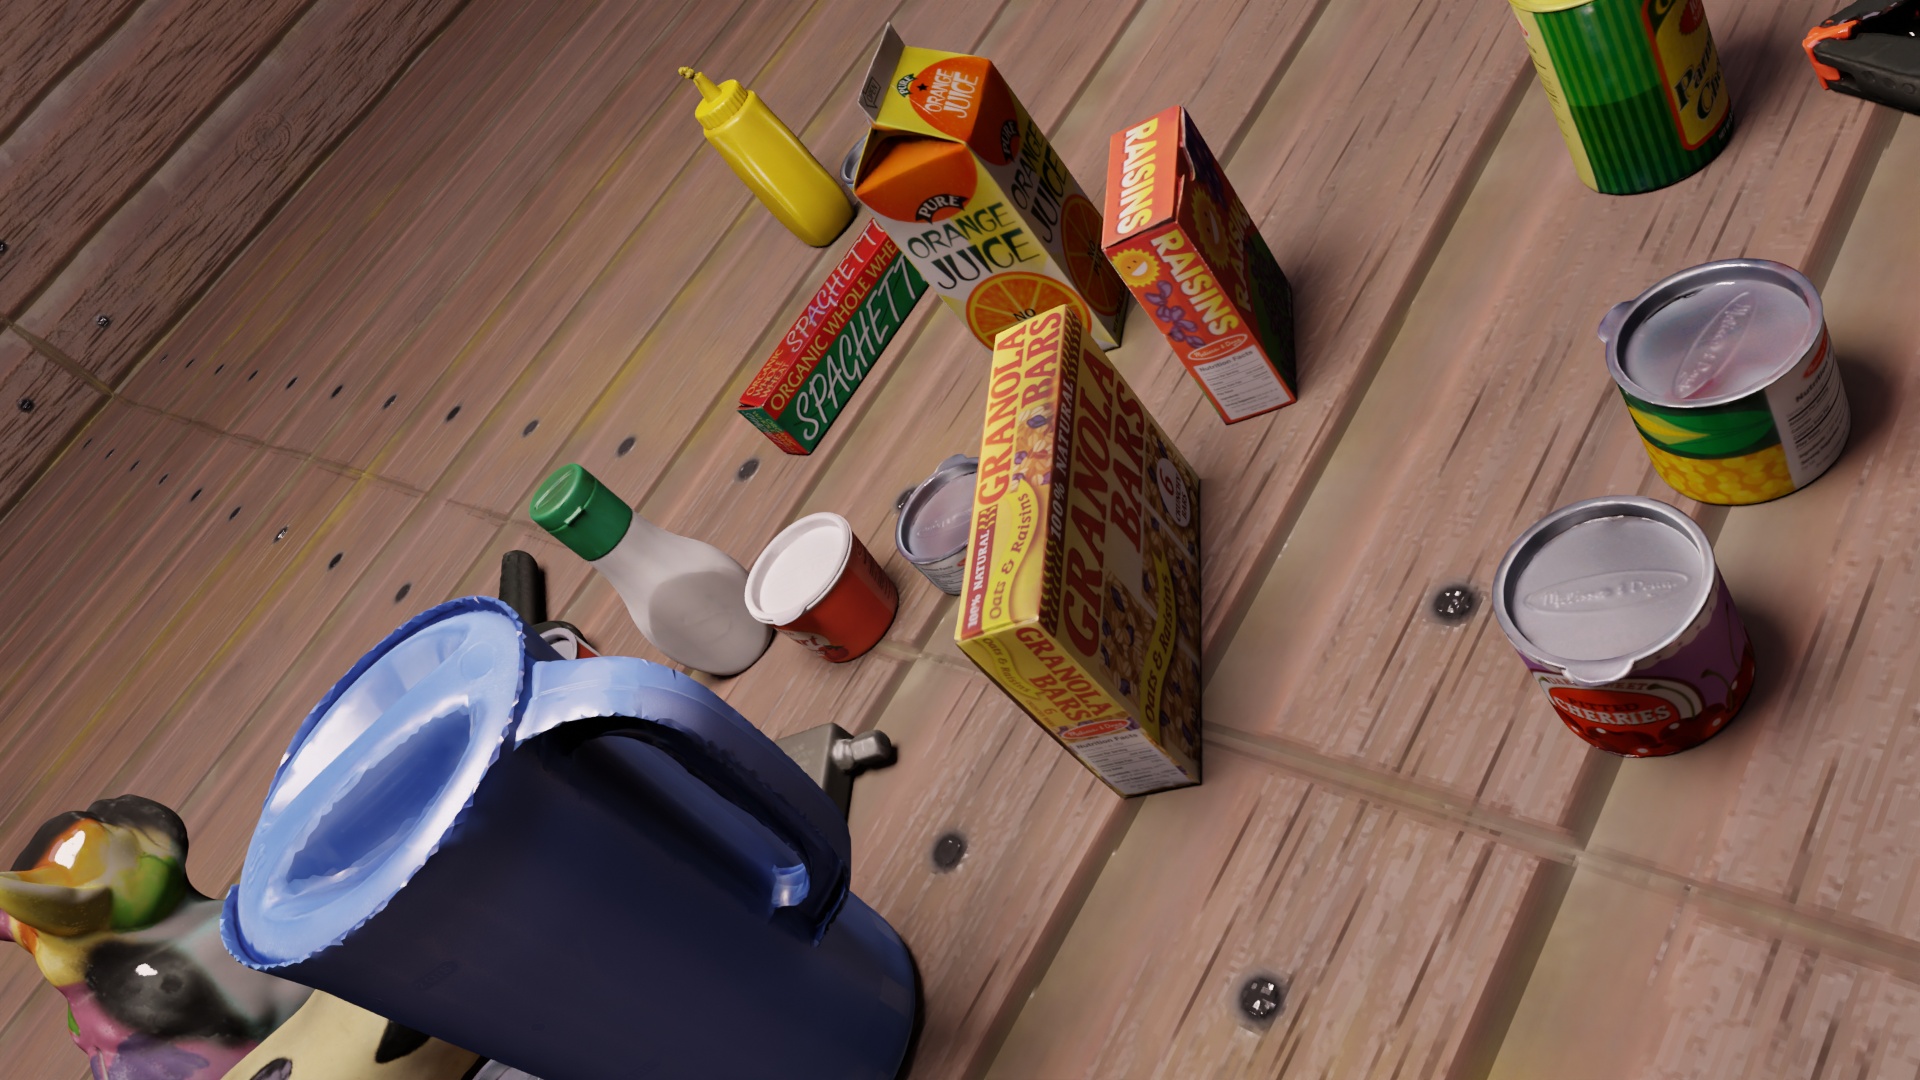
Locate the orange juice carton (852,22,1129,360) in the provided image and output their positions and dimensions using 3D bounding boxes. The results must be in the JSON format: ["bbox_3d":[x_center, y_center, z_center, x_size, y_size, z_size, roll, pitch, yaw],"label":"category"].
[{"bbox_3d":[0.011,-0.179,0.732,0.073,0.192,0.072,-15,46,33],"label":"orange juice carton"}]

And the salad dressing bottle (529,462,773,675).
[{"bbox_3d":[-0.163,0.016,0.742,0.064,0.147,0.044,-44,37,0],"label":"salad dressing bottle"}]

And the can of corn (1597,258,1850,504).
[{"bbox_3d":[0.267,-0.055,0.487,0.071,0.058,0.071,-25,41,24],"label":"can of corn"}]

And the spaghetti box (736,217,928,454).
[{"bbox_3d":[-0.054,-0.166,0.899,0.028,0.050,0.251,12,63,48],"label":"spaghetti box"}]

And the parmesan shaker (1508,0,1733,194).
[{"bbox_3d":[0.279,-0.208,0.586,0.071,0.103,0.072,-25,41,24],"label":"parmesan shaker"}]

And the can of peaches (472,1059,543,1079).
[{"bbox_3d":[-0.179,0.258,0.597,0.071,0.058,0.071,-25,41,24],"label":"can of peaches"}]

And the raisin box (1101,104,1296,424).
[{"bbox_3d":[0.113,-0.126,0.644,0.040,0.123,0.086,-18,44,31],"label":"raisin box"}]

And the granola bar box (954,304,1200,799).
[{"bbox_3d":[0.054,0.004,0.573,0.039,0.124,0.166,-20,43,29],"label":"granola bar box"}]

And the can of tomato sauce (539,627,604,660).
[{"bbox_3d":[-0.205,0.099,0.755,0.071,0.083,0.071,-25,41,24],"label":"can of tomato sauce"}]

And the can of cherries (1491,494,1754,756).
[{"bbox_3d":[0.215,0.030,0.452,0.071,0.058,0.072,-25,41,24],"label":"can of cherries"}]

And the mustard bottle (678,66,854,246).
[{"bbox_3d":[-0.143,-0.282,1.003,0.049,0.160,0.065,-49,37,-6],"label":"mustard bottle"}]

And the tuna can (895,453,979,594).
[{"bbox_3d":[0.003,-0.009,0.709,0.071,0.032,0.071,-25,41,24],"label":"tuna can"}]

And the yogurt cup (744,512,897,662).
[{"bbox_3d":[-0.070,0.027,0.723,0.072,0.054,0.073,-25,41,24],"label":"yogurt cup"}]

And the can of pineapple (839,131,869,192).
[{"bbox_3d":[-0.040,-0.250,0.961,0.071,0.057,0.071,-25,41,24],"label":"can of pineapple"}]
